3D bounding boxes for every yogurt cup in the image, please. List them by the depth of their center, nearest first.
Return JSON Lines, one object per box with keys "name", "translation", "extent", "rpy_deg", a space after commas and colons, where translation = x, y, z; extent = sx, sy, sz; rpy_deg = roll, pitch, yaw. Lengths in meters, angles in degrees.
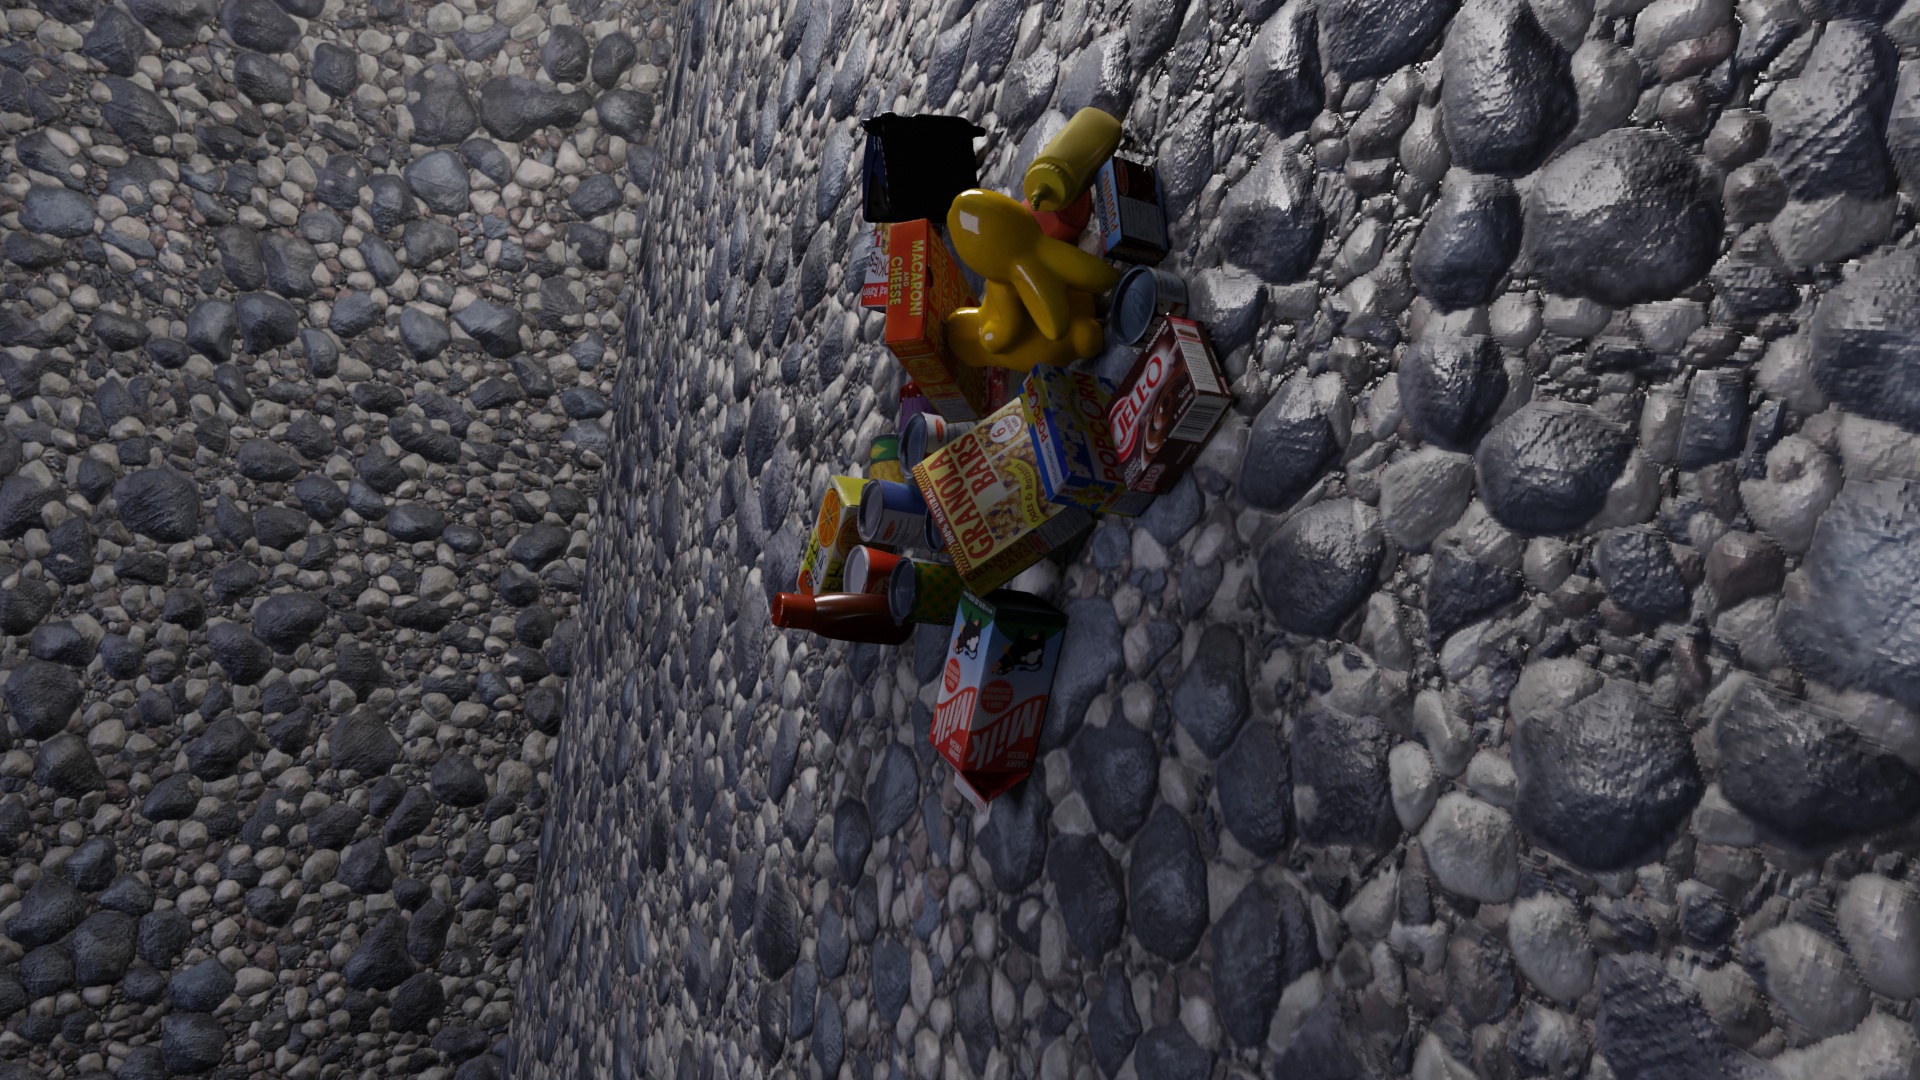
{"name": "yogurt cup", "translation": [-0.094, 0.041, 1.540], "extent": [0.072, 0.054, 0.072], "rpy_deg": [-30, 56, 59]}

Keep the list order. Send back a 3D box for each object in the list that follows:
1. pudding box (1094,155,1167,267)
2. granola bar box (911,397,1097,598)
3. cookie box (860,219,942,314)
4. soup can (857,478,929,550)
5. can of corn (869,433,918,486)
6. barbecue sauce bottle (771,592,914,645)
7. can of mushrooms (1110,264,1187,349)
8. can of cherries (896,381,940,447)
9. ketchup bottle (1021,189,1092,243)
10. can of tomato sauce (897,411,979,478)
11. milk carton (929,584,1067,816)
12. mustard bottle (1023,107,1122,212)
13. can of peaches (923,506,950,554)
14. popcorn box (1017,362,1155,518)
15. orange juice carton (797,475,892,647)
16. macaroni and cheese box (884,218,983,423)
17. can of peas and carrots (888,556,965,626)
{"name": "pudding box", "translation": [0.141, -0.271, 1.148], "extent": [0.030, 0.050, 0.084], "rpy_deg": [-36, 52, 54]}
{"name": "granola bar box", "translation": [0.036, -0.040, 1.238], "extent": [0.124, 0.039, 0.166], "rpy_deg": [-33, 40, 7]}
{"name": "cookie box", "translation": [-0.063, -0.349, 1.611], "extent": [0.123, 0.040, 0.167], "rpy_deg": [18, 98, 64]}
{"name": "soup can", "translation": [-0.057, -0.028, 1.450], "extent": [0.071, 0.084, 0.071], "rpy_deg": [-30, 56, 59]}
{"name": "can of corn", "translation": [-0.067, -0.078, 1.504], "extent": [0.071, 0.071, 0.058], "rpy_deg": [-24, 62, 61]}
{"name": "barbecue sauce bottle", "translation": [-0.126, 0.081, 1.486], "extent": [0.064, 0.149, 0.044], "rpy_deg": [-54, 38, 45]}
{"name": "can of mushrooms", "translation": [0.151, -0.185, 1.121], "extent": [0.071, 0.033, 0.071], "rpy_deg": [-27, 59, 59]}
{"name": "can of cherries", "translation": [-0.034, -0.129, 1.448], "extent": [0.071, 0.071, 0.058], "rpy_deg": [-32, 54, 58]}
{"name": "ketchup bottle", "translation": [0.069, -0.293, 1.312], "extent": [0.148, 0.043, 0.065], "rpy_deg": [-26, 59, 60]}
{"name": "can of tomato sauce", "translation": [-0.011, -0.087, 1.371], "extent": [0.071, 0.083, 0.071], "rpy_deg": [-30, 56, 59]}
{"name": "milk carton", "translation": [0.028, 0.143, 1.233], "extent": [0.072, 0.073, 0.190], "rpy_deg": [32, 112, 62]}
{"name": "mustard bottle", "translation": [0.089, -0.316, 1.178], "extent": [0.161, 0.049, 0.065], "rpy_deg": [-53, -7, -48]}
{"name": "can of peaches", "translation": [0.005, -0.017, 1.347], "extent": [0.071, 0.058, 0.071], "rpy_deg": [-31, 55, 58]}
{"name": "popcorn box", "translation": [0.102, -0.082, 1.131], "extent": [0.038, 0.085, 0.127], "rpy_deg": [-55, 36, 42]}
{"name": "orange juice carton", "translation": [-0.134, 0.027, 1.607], "extent": [0.072, 0.073, 0.191], "rpy_deg": [59, 135, 53]}
{"name": "macaroni and cheese box", "translation": [-0.020, -0.199, 1.282], "extent": [0.166, 0.040, 0.124], "rpy_deg": [48, -141, -62]}
{"name": "can of peas and carrots", "translation": [-0.034, 0.054, 1.406], "extent": [0.070, 0.059, 0.071], "rpy_deg": [-28, 59, 60]}
